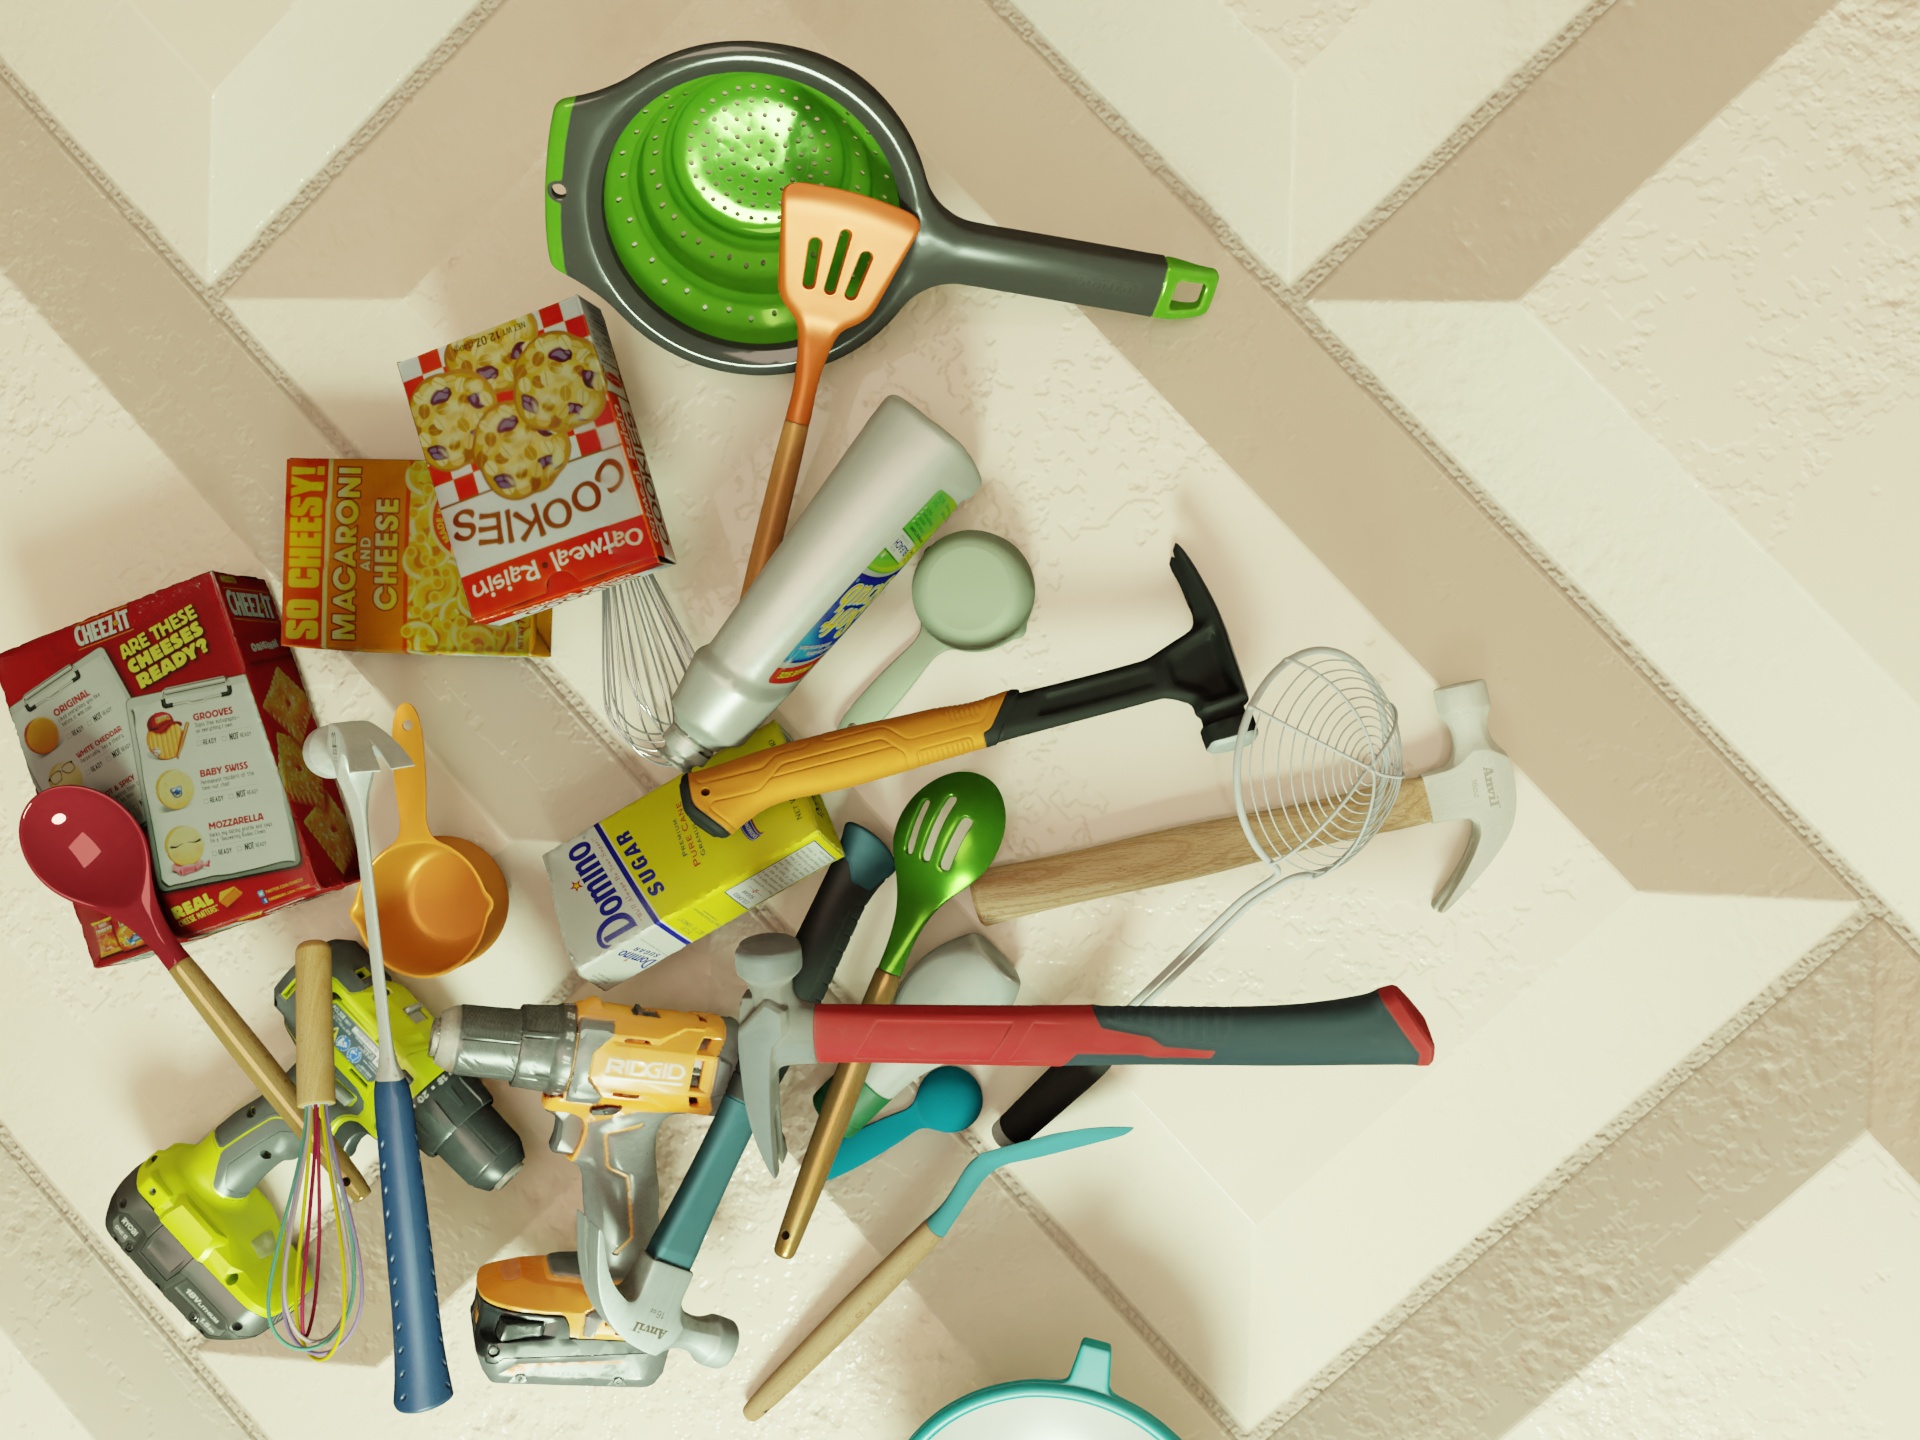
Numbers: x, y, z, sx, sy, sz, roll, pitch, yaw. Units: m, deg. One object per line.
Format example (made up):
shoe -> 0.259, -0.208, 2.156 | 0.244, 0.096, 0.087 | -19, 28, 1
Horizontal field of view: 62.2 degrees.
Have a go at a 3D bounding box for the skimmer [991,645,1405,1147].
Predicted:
skimmer -> 0.123, 0.115, 0.935 | 0.363, 0.127, 0.090 | -50, 42, 26

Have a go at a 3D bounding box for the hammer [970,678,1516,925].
hammer -> 0.169, 0.076, 0.967 | 0.331, 0.031, 0.130 | -14, 89, 7

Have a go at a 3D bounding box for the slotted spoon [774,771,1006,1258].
slotted spoon -> -0.051, 0.177, 0.961 | 0.070, 0.031, 0.314 | 20, 89, 28

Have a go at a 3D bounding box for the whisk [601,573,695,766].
whisk -> -0.216, -0.108, 1.001 | 0.070, 0.070, 0.285 | -16, 85, 7

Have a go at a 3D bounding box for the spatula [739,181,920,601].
spatula -> -0.104, -0.155, 0.960 | 0.081, 0.041, 0.322 | 12, 107, -14

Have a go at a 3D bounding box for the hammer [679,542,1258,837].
hammer -> -0.001, -0.003, 0.940 | 0.337, 0.034, 0.127 | -15, 74, -4

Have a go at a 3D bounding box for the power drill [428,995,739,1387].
power drill -> -0.243, 0.280, 0.970 | 0.185, 0.084, 0.226 | 11, 92, -21

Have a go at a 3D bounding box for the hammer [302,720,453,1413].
hammer -> -0.337, 0.201, 0.936 | 0.035, 0.144, 0.405 | -6, 90, -32

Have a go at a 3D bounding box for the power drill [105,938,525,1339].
power drill -> -0.409, 0.281, 1.020 | 0.190, 0.080, 0.228 | 45, 93, 5

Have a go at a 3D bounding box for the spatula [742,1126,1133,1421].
spatula -> -0.027, 0.338, 0.978 | 0.317, 0.082, 0.044 | -48, 59, 13

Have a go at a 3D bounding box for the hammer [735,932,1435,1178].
hammer -> 0.067, 0.192, 0.899 | 0.386, 0.038, 0.143 | -1, 104, 7

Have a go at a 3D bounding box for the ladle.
ladle -> -0.463, 0.169, 0.976 | 0.069, 0.031, 0.315 | -39, 89, 2

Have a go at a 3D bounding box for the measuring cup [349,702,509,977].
measuring cup -> -0.339, 0.075, 1.020 | 0.095, 0.052, 0.173 | -6, 88, 7

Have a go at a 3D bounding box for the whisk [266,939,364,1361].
whisk -> -0.386, 0.252, 0.946 | 0.051, 0.047, 0.245 | 0, 68, -24

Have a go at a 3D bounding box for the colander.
colander -> -0.041, -0.306, 0.957 | 0.397, 0.095, 0.204 | 7, 134, -10

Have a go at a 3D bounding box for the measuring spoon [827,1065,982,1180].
measuring spoon -> -0.045, 0.261, 1.000 | 0.128, 0.021, 0.042 | -29, 87, 5

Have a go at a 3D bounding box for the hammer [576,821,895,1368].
hammer -> -0.123, 0.218, 0.962 | 0.128, 0.033, 0.331 | 33, 76, -34

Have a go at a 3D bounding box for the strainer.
strainer -> 0.095, 0.533, 0.954 | 0.211, 0.095, 0.340 | -35, 89, 9

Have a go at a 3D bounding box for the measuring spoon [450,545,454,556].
measuring spoon -> -0.278, -0.146, 0.988 | 0.021, 0.011, 0.117 | 42, 92, 6

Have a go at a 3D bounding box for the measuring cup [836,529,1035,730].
measuring cup -> -0.023, -0.047, 0.984 | 0.083, 0.038, 0.167 | 42, 93, 4
